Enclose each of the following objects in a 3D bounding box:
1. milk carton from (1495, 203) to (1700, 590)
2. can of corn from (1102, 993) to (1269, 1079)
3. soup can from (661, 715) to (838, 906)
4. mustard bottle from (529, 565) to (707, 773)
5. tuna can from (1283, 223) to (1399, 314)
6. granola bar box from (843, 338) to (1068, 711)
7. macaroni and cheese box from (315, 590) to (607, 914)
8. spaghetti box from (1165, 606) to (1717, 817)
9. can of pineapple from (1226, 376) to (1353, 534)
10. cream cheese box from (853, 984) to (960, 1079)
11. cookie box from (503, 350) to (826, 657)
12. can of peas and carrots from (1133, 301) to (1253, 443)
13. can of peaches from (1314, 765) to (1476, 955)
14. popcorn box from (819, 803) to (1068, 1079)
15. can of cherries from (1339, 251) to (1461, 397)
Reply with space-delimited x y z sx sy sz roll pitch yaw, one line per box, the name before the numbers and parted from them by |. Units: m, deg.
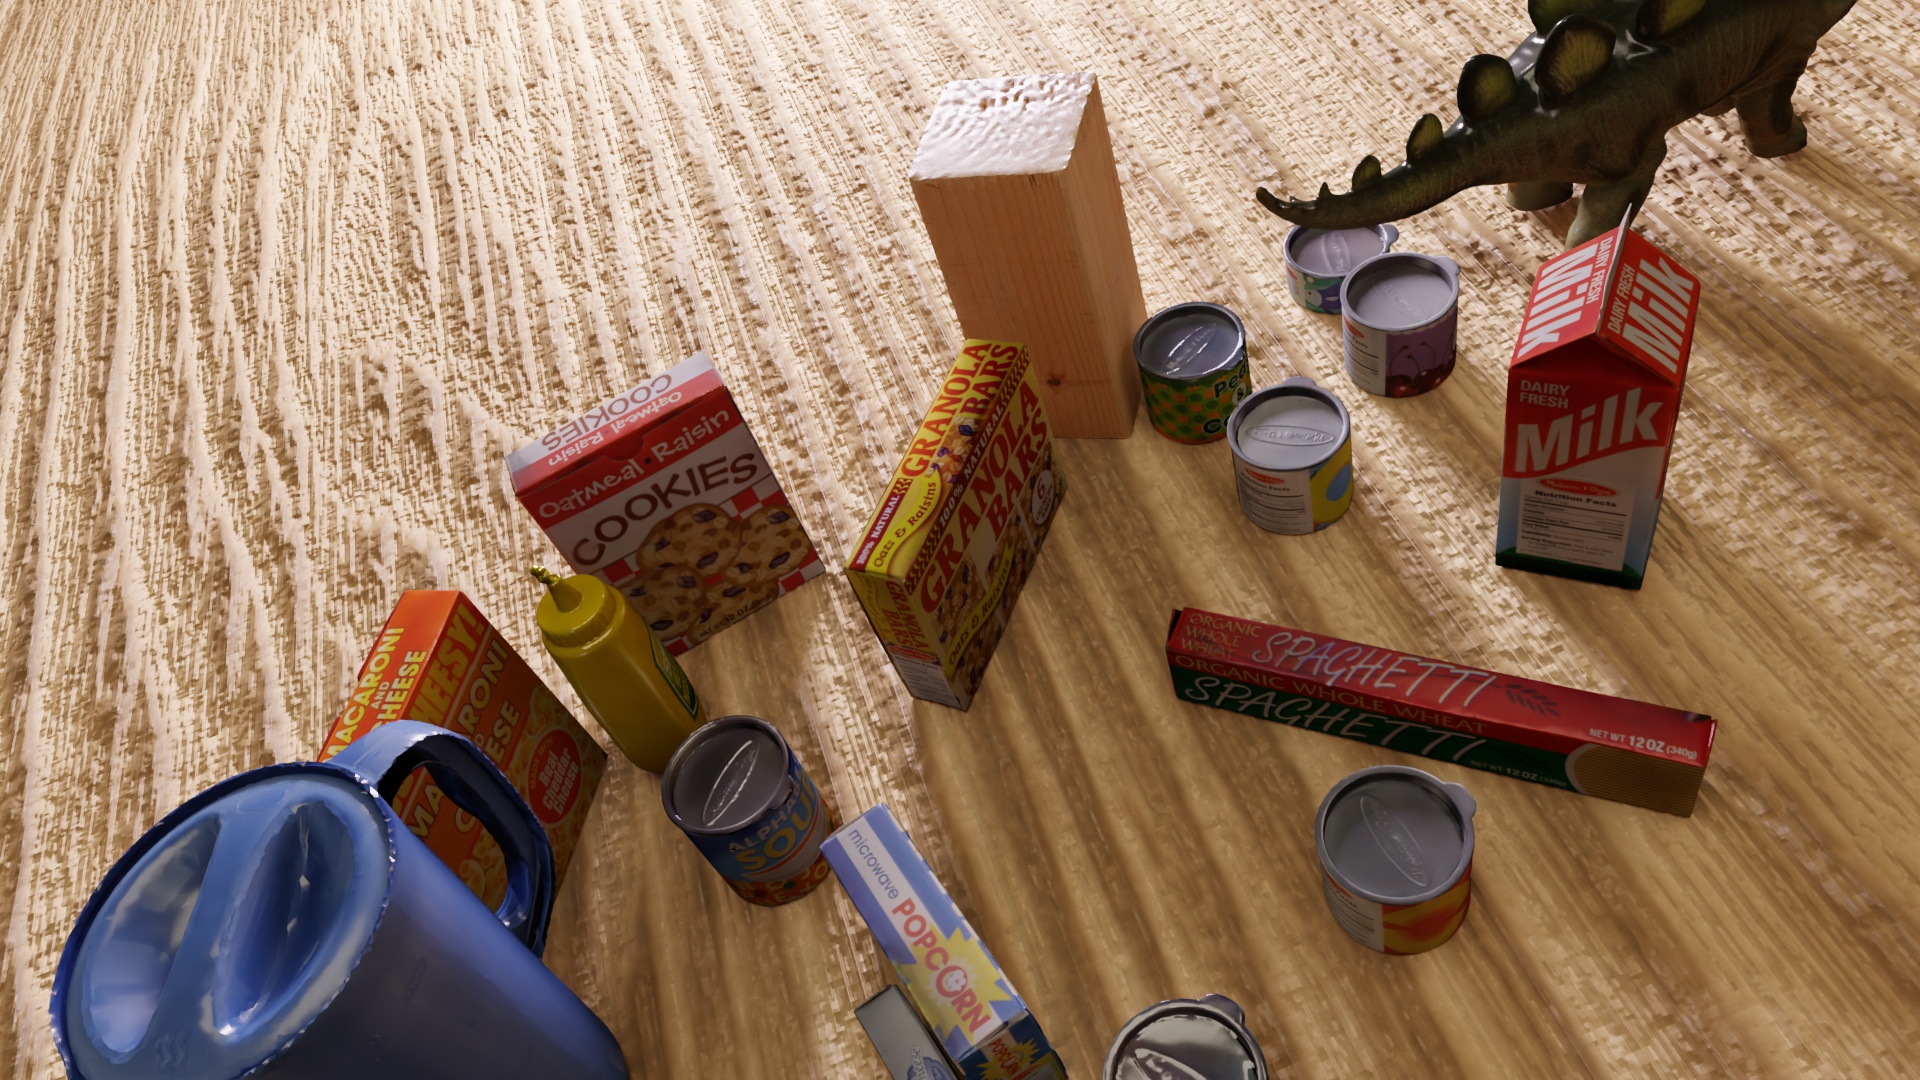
milk carton | 0.305 -0.065 0.668 0.073 0.189 0.073 11 56 26
can of corn | 0.098 0.232 0.578 0.071 0.058 0.071 -9 50 11
soup can | -0.102 0.139 0.703 0.071 0.083 0.072 -9 50 11
mustard bottle | -0.186 0.063 0.742 0.049 0.159 0.065 -27 49 -4
tuna can | 0.244 -0.179 0.887 0.071 0.032 0.071 -9 50 11
granola bar box | 0.003 -0.010 0.765 0.039 0.123 0.166 10 56 25
macaroni and cheese box | -0.252 0.122 0.711 0.040 0.165 0.124 -1 52 17
spaghetti box | 0.220 0.080 0.670 0.250 0.050 0.029 11 56 26
can of pineapple | 0.187 -0.047 0.780 0.071 0.057 0.071 -9 50 11
cream cheese box | -0.006 0.247 0.602 0.024 0.053 0.104 -33 49 -10
cookie box | -0.162 -0.012 0.792 0.123 0.166 0.040 -30 49 -7
can of peas and carrots | 0.143 -0.100 0.837 0.071 0.058 0.071 -9 50 11
can of peaches | 0.196 0.142 0.620 0.071 0.057 0.071 -9 50 11
popcorn box | -0.008 0.190 0.630 0.038 0.085 0.127 -34 49 -10
can of cherries | 0.262 -0.128 0.822 0.071 0.058 0.072 -9 50 11
